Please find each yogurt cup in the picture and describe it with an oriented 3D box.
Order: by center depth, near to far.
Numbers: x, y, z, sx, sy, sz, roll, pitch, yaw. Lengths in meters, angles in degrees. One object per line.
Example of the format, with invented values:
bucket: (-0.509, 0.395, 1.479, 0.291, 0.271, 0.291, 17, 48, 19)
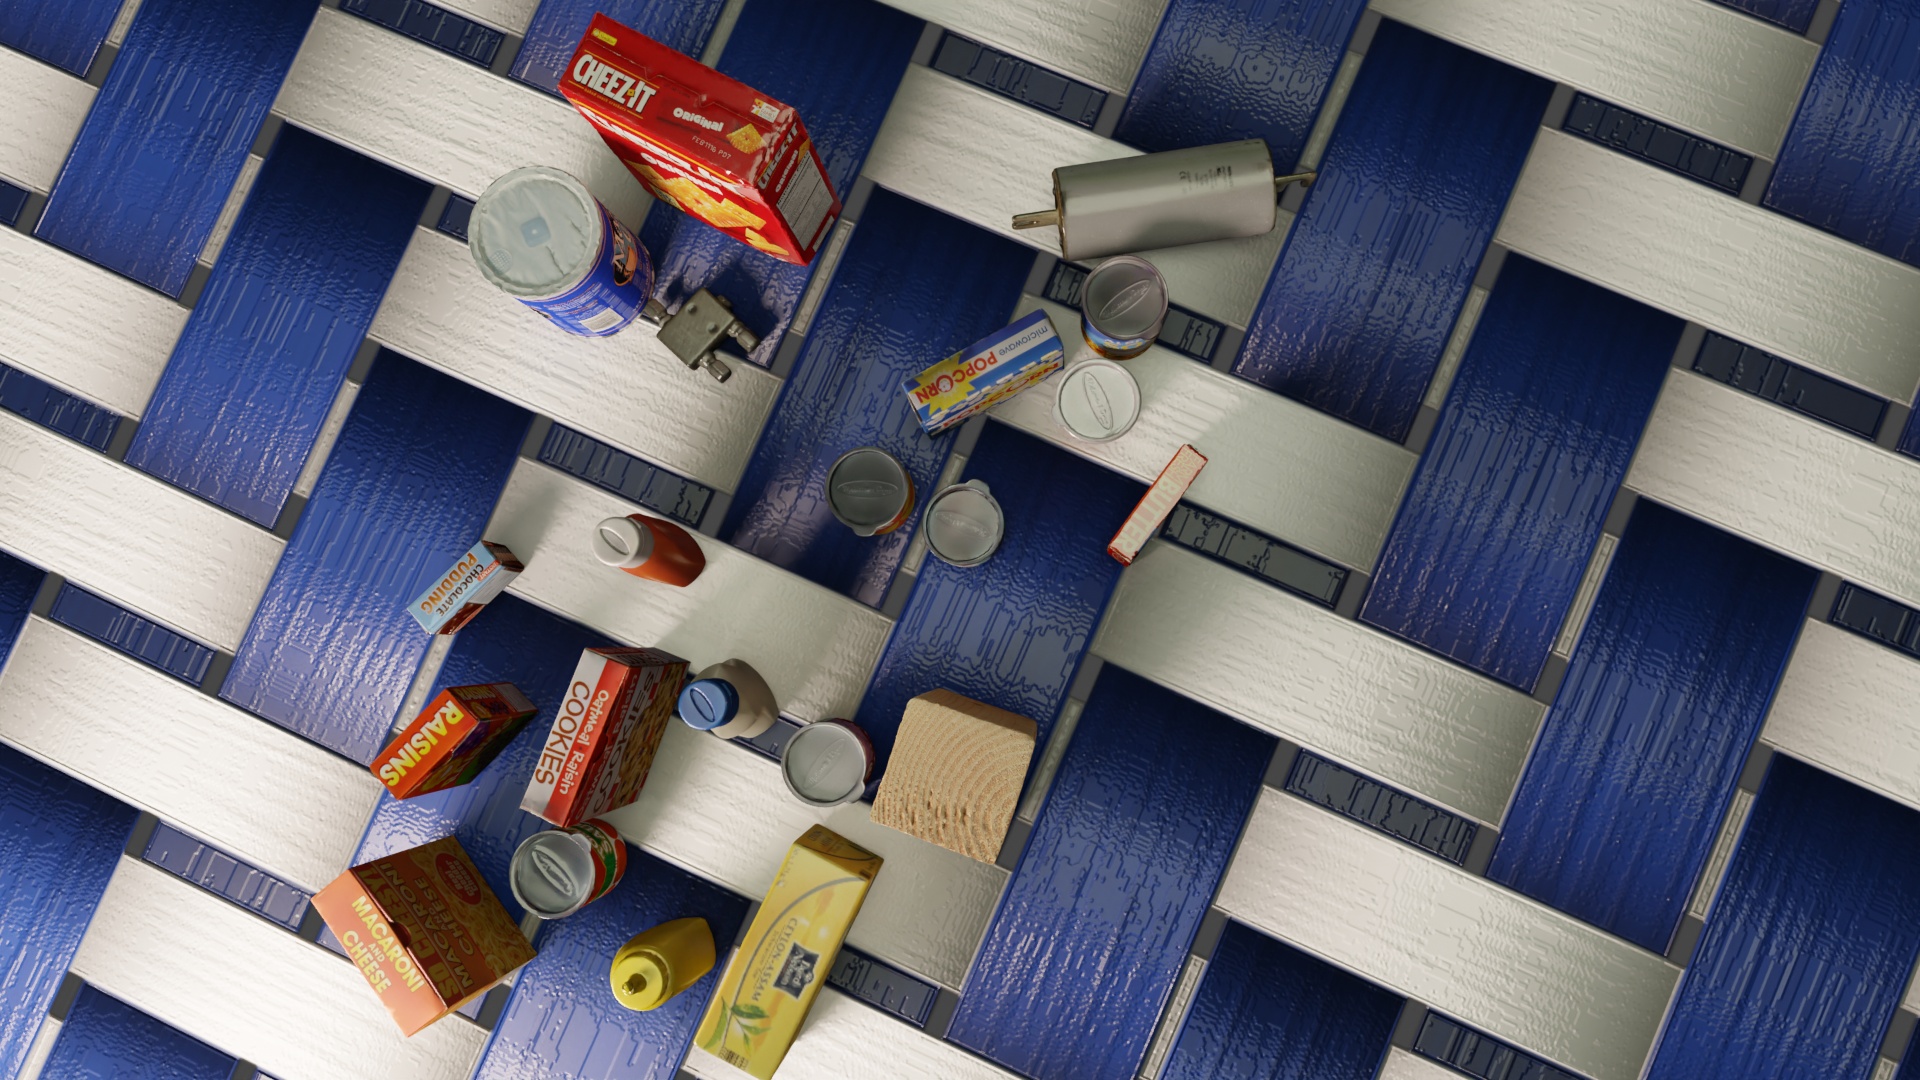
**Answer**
yogurt cup: (0.109, -0.107, 1.109, 0.072, 0.054, 0.072, 0, 85, 4)

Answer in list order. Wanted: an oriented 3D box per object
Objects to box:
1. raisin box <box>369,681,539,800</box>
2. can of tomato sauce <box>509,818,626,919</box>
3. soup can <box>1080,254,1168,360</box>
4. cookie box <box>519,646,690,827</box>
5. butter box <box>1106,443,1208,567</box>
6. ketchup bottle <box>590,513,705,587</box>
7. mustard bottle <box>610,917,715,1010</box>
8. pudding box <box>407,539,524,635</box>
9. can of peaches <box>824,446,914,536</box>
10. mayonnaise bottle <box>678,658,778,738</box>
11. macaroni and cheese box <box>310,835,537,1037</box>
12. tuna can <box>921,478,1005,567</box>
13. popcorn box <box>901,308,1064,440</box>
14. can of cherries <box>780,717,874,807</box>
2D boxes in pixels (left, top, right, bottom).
raisin box: (-0.392, 0.155, 1.085, 0.086, 0.123, 0.040, -45, 84, 0)
can of tomato sauce: (-0.305, 0.254, 1.091, 0.071, 0.083, 0.071, 0, 85, 4)
soup can: (0.130, -0.180, 1.099, 0.071, 0.083, 0.071, 0, 85, 4)
cookie box: (-0.264, 0.144, 1.055, 0.040, 0.167, 0.123, 21, 87, 5)
butter box: (0.155, -0.028, 1.099, 0.024, 0.053, 0.103, 37, 88, 6)
ketchup bottle: (-0.244, 0.005, 1.075, 0.065, 0.148, 0.043, 40, 89, 6)
mustard bottle: (-0.229, 0.320, 1.041, 0.065, 0.160, 0.049, -16, 85, 3)
pudding box: (-0.403, 0.039, 1.133, 0.084, 0.049, 0.030, -43, 84, 0)
can of peaches: (-0.072, -0.036, 1.113, 0.071, 0.058, 0.071, 0, 85, 4)
mayonnaise bottle: (-0.179, 0.122, 1.061, 0.041, 0.148, 0.065, -36, 84, 1)
macaroni and cheese box: (-0.400, 0.293, 1.052, 0.040, 0.166, 0.124, -38, 84, 1)
tuna can: (0.004, -0.014, 1.119, 0.071, 0.033, 0.071, 0, 85, 4)
popcorn box: (0.020, -0.130, 1.101, 0.127, 0.085, 0.038, -28, 84, 1)
can of cherries: (-0.102, 0.176, 1.096, 0.071, 0.058, 0.071, 0, 85, 4)
